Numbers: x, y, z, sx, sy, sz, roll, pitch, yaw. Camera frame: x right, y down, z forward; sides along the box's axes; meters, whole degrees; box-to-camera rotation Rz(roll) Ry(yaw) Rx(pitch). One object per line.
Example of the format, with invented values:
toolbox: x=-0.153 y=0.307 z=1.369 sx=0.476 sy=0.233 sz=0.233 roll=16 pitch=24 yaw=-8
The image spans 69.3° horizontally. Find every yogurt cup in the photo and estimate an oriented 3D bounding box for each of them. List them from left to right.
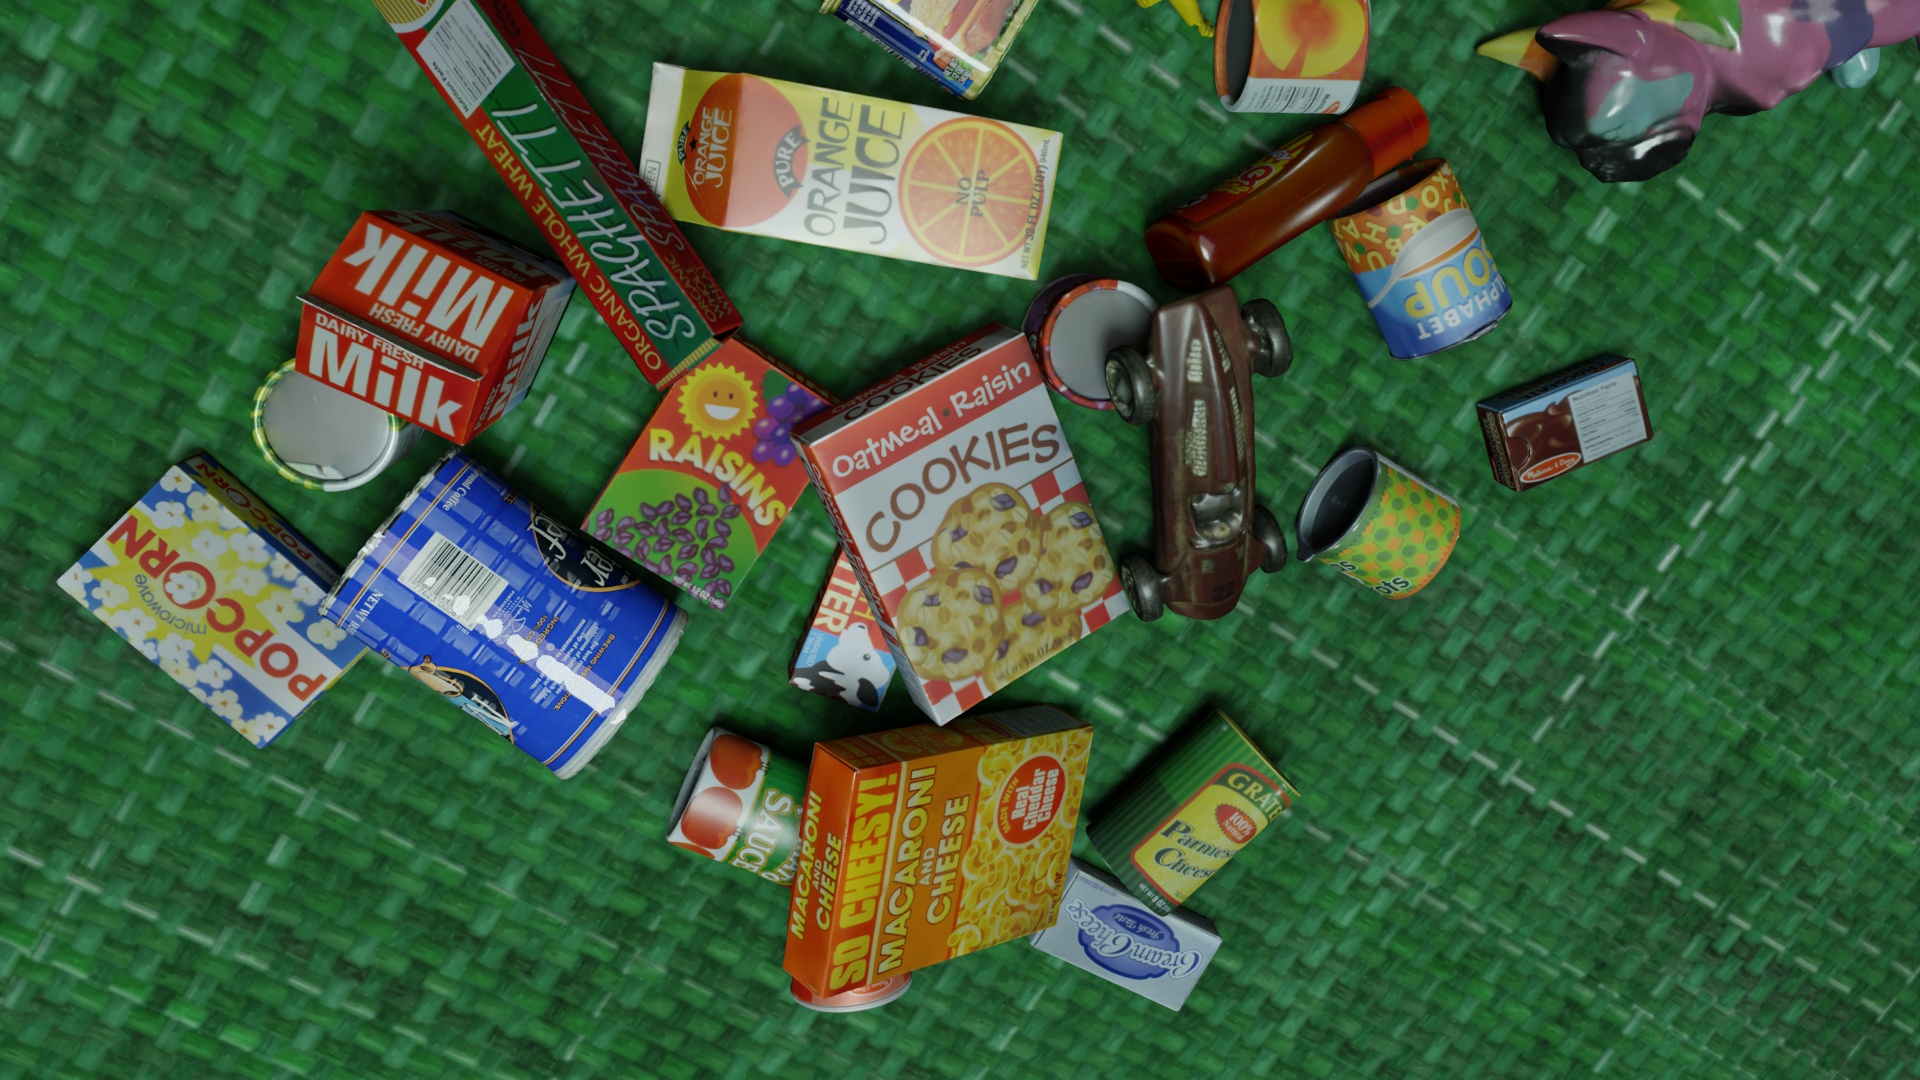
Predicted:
yogurt cup: x=-0.062 y=0.221 z=0.769 sx=0.072 sy=0.072 sz=0.054 roll=-5 pitch=96 yaw=-7

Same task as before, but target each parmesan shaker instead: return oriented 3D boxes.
parmesan shaker: x=0.131 y=0.154 z=0.778 sx=0.103 sy=0.071 sz=0.071 roll=-44 pitch=105 yaw=4

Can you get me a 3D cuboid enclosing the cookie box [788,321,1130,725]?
cookie box: x=0.003 y=-0.009 z=0.710 sx=0.123 sy=0.040 sz=0.167 roll=-30 pitch=114 yaw=-15

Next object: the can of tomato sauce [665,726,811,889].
can of tomato sauce: x=-0.106 y=0.145 z=0.740 sx=0.083 sy=0.071 sz=0.071 roll=24 pitch=99 yaw=-12

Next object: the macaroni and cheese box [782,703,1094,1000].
macaroni and cheese box: x=-0.009 y=0.158 z=0.729 sx=0.167 sy=0.040 sz=0.123 roll=-2 pitch=106 yaw=-42

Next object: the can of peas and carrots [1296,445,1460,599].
can of peas and carrots: x=0.224 y=-0.007 z=0.751 sx=0.059 sy=0.071 sz=0.071 roll=28 pitch=98 yaw=-14

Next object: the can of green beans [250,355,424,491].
can of green beans: x=-0.299 y=-0.061 z=0.670 sx=0.071 sy=0.058 sz=0.071 roll=-2 pitch=104 yaw=-7

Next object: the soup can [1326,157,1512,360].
soup can: x=0.238 y=-0.145 z=0.718 sx=0.071 sy=0.071 sz=0.083 roll=-31 pitch=105 yaw=0

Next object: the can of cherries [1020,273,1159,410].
can of cherries: x=0.066 y=-0.100 z=0.711 sx=0.071 sy=0.058 sz=0.071 roll=-2 pitch=104 yaw=-8

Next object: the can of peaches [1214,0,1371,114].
can of peaches: x=0.162 y=-0.248 z=0.687 sx=0.058 sy=0.071 sz=0.071 roll=-2 pitch=104 yaw=-7

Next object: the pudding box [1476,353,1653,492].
pudding box: x=0.335 y=-0.066 z=0.772 sx=0.084 sy=0.030 sz=0.049 roll=-22 pitch=106 yaw=-2

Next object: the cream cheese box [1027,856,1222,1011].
cream cheese box: x=0.096 y=0.230 z=0.812 sx=0.104 sy=0.024 sz=0.053 roll=28 pitch=99 yaw=-13

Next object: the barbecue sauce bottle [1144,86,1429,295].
barbecue sauce bottle: x=0.169 y=-0.179 z=0.707 sx=0.149 sy=0.065 sz=0.043 roll=-32 pitch=108 yaw=-8

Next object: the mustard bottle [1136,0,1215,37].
mustard bottle: x=0.078 y=-0.308 z=0.662 sx=0.049 sy=0.065 sz=0.160 roll=-37 pitch=109 yaw=-2

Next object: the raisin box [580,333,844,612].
raisin box: x=-0.123 y=-0.038 z=0.710 sx=0.086 sy=0.040 sz=0.123 roll=33 pitch=98 yaw=-14

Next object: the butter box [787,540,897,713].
butter box: x=-0.051 y=0.036 z=0.745 sx=0.053 sy=0.024 sz=0.103 roll=20 pitch=100 yaw=-13

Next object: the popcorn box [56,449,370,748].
popcorn box: x=-0.363 y=0.030 z=0.693 sx=0.085 sy=0.038 sz=0.126 roll=-43 pitch=105 yaw=4

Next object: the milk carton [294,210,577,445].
milk carton: x=-0.224 y=-0.096 z=0.604 sx=0.072 sy=0.191 sz=0.073 roll=25 pitch=99 yaw=-13

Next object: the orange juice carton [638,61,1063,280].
orange juice carton: x=-0.055 y=-0.177 z=0.669 sx=0.193 sy=0.073 sz=0.071 roll=8 pitch=103 yaw=-9

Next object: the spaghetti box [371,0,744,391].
spaghetti box: x=-0.192 y=-0.184 z=0.640 sx=0.050 sy=0.029 sz=0.250 roll=-32 pitch=97 yaw=32
